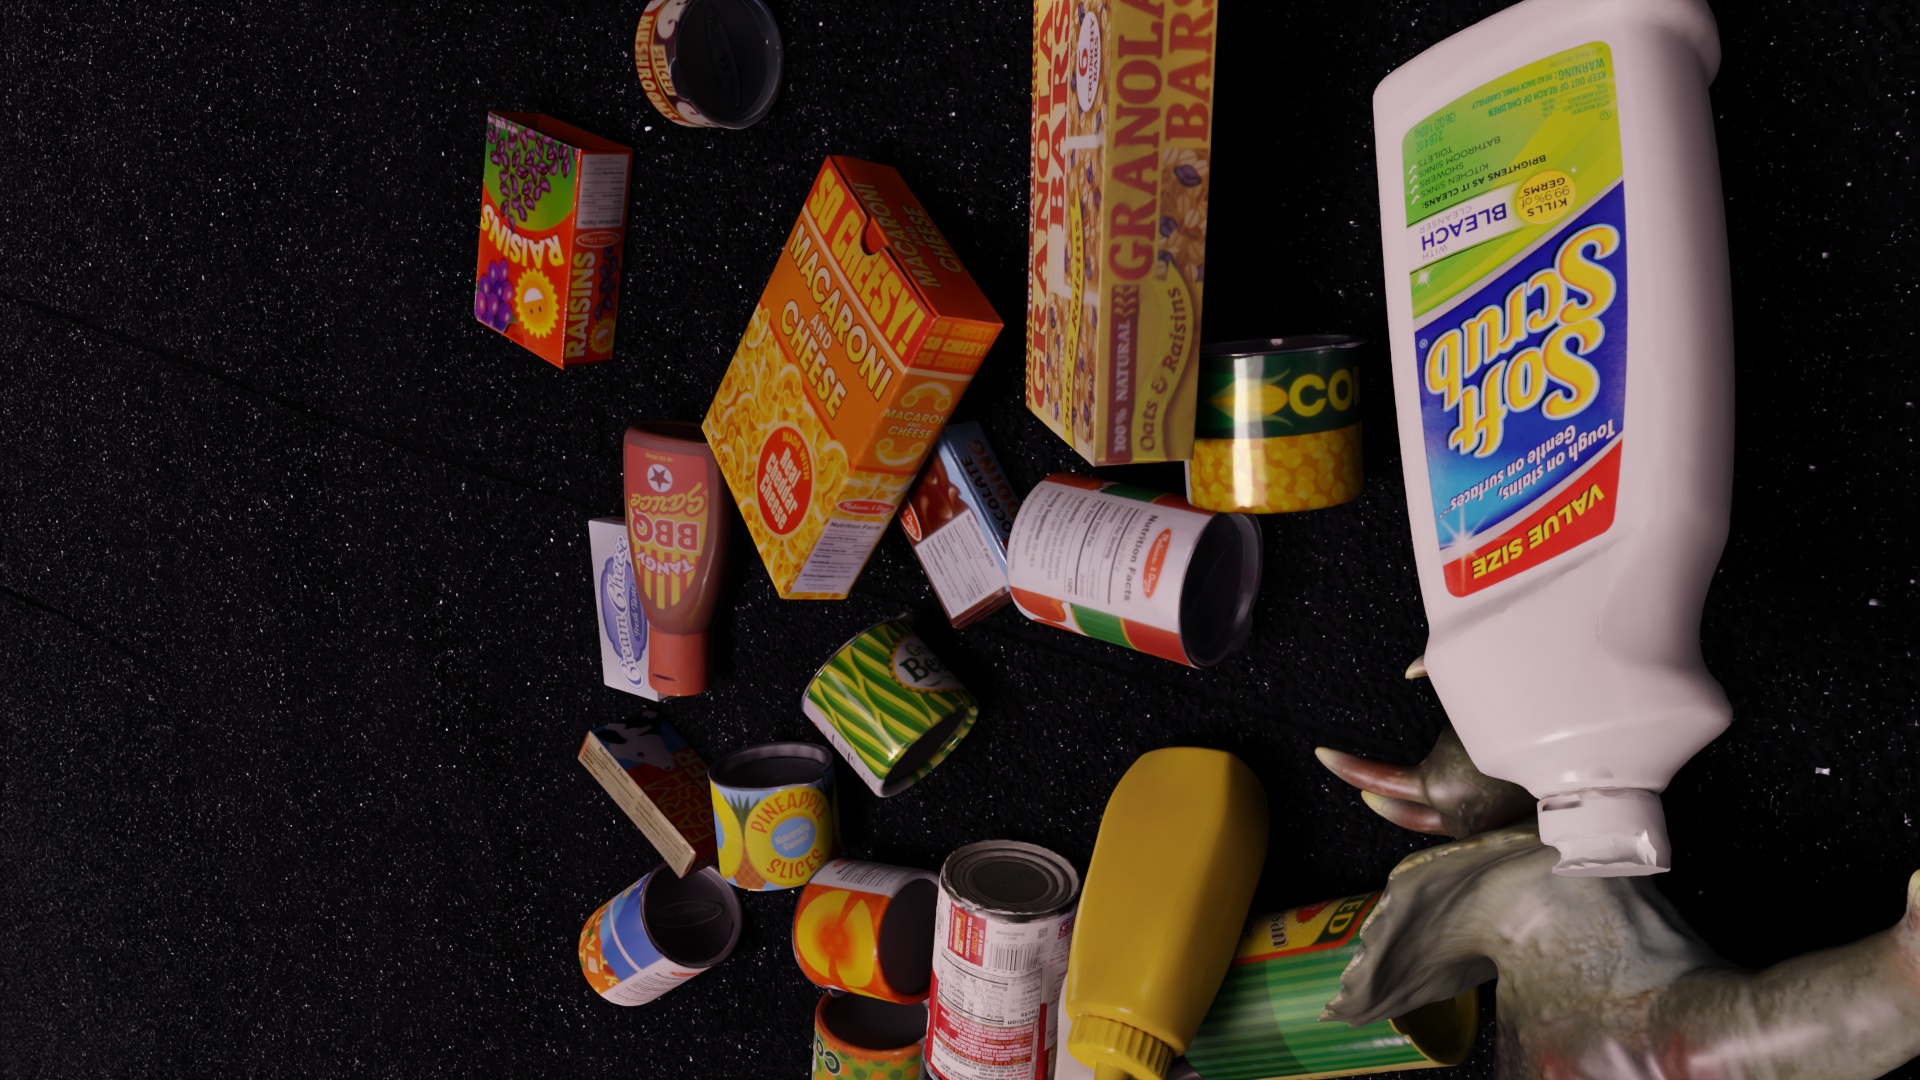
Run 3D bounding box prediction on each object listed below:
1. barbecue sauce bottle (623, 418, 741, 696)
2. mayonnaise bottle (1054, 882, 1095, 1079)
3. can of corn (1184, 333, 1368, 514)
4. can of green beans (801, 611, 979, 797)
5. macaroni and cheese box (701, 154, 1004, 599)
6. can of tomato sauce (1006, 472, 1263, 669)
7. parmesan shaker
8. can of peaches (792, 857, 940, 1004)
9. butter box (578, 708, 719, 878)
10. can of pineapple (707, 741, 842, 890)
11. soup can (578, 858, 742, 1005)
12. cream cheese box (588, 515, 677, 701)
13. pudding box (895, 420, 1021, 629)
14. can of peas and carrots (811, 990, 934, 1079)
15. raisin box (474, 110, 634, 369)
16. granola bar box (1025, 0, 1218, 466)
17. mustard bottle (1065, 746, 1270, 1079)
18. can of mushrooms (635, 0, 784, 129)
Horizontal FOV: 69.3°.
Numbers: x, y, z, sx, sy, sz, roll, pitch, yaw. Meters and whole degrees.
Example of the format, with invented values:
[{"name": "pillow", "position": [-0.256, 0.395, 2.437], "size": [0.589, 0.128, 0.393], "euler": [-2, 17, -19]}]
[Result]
[{"name": "barbecue sauce bottle", "position": [-0.152, 0.011, 0.761], "size": [0.065, 0.044, 0.148], "euler": [11, 109, 21]}, {"name": "mayonnaise bottle", "position": [0.070, 0.218, 0.624], "size": [0.041, 0.065, 0.147], "euler": [13, 106, 37]}, {"name": "can of corn", "position": [0.117, -0.044, 0.513], "size": [0.071, 0.071, 0.058], "euler": [4, 104, 39]}, {"name": "can of green beans", "position": [-0.033, 0.080, 0.668], "size": [0.058, 0.071, 0.071], "euler": [46, 126, 20]}, {"name": "macaroni and cheese box", "position": [-0.058, -0.073, 0.643], "size": [0.165, 0.040, 0.124], "euler": [-58, 46, 33]}, {"name": "can of tomato sauce", "position": [0.072, 0.011, 0.567], "size": [0.083, 0.071, 0.071], "euler": [14, 110, 37]}, {"name": "parmesan shaker", "position": [0.139, 0.178, 0.549], "size": [0.102, 0.071, 0.071], "euler": [-27, 84, 40]}, {"name": "can of peaches", "position": [-0.041, 0.200, 0.705], "size": [0.058, 0.071, 0.071], "euler": [-4, 99, 39]}, {"name": "butter box", "position": [-0.169, 0.145, 0.804], "size": [0.104, 0.053, 0.024], "euler": [42, 121, 23]}, {"name": "can of pineapple", "position": [-0.097, 0.145, 0.735], "size": [0.071, 0.071, 0.057], "euler": [5, 106, 38]}, {"name": "soup can", "position": [-0.180, 0.231, 0.827], "size": [0.083, 0.071, 0.071], "euler": [-38, 77, 39]}, {"name": "cream cheese box", "position": [-0.188, 0.038, 0.811], "size": [0.053, 0.024, 0.103], "euler": [7, 106, 39]}, {"name": "pudding box", "position": [0.002, -0.008, 0.640], "size": [0.049, 0.030, 0.084], "euler": [-36, 78, 40]}, {"name": "can of peas and carrots", "position": [-0.047, 0.270, 0.725], "size": [0.071, 0.071, 0.058], "euler": [18, 112, 35]}, {"name": "raisin box", "position": [-0.231, -0.170, 0.784], "size": [0.086, 0.040, 0.122], "euler": [28, 118, 30]}, {"name": "granola bar box", "position": [0.056, -0.121, 0.517], "size": [0.124, 0.039, 0.165], "euler": [-121, 31, -73]}, {"name": "mustard bottle", "position": [0.075, 0.159, 0.547], "size": [0.065, 0.161, 0.048], "euler": [-10, 135, 44]}, {"name": "can of mushrooms", "position": [-0.120, -0.229, 0.658], "size": [0.033, 0.071, 0.070], "euler": [15, 111, 38]}]
